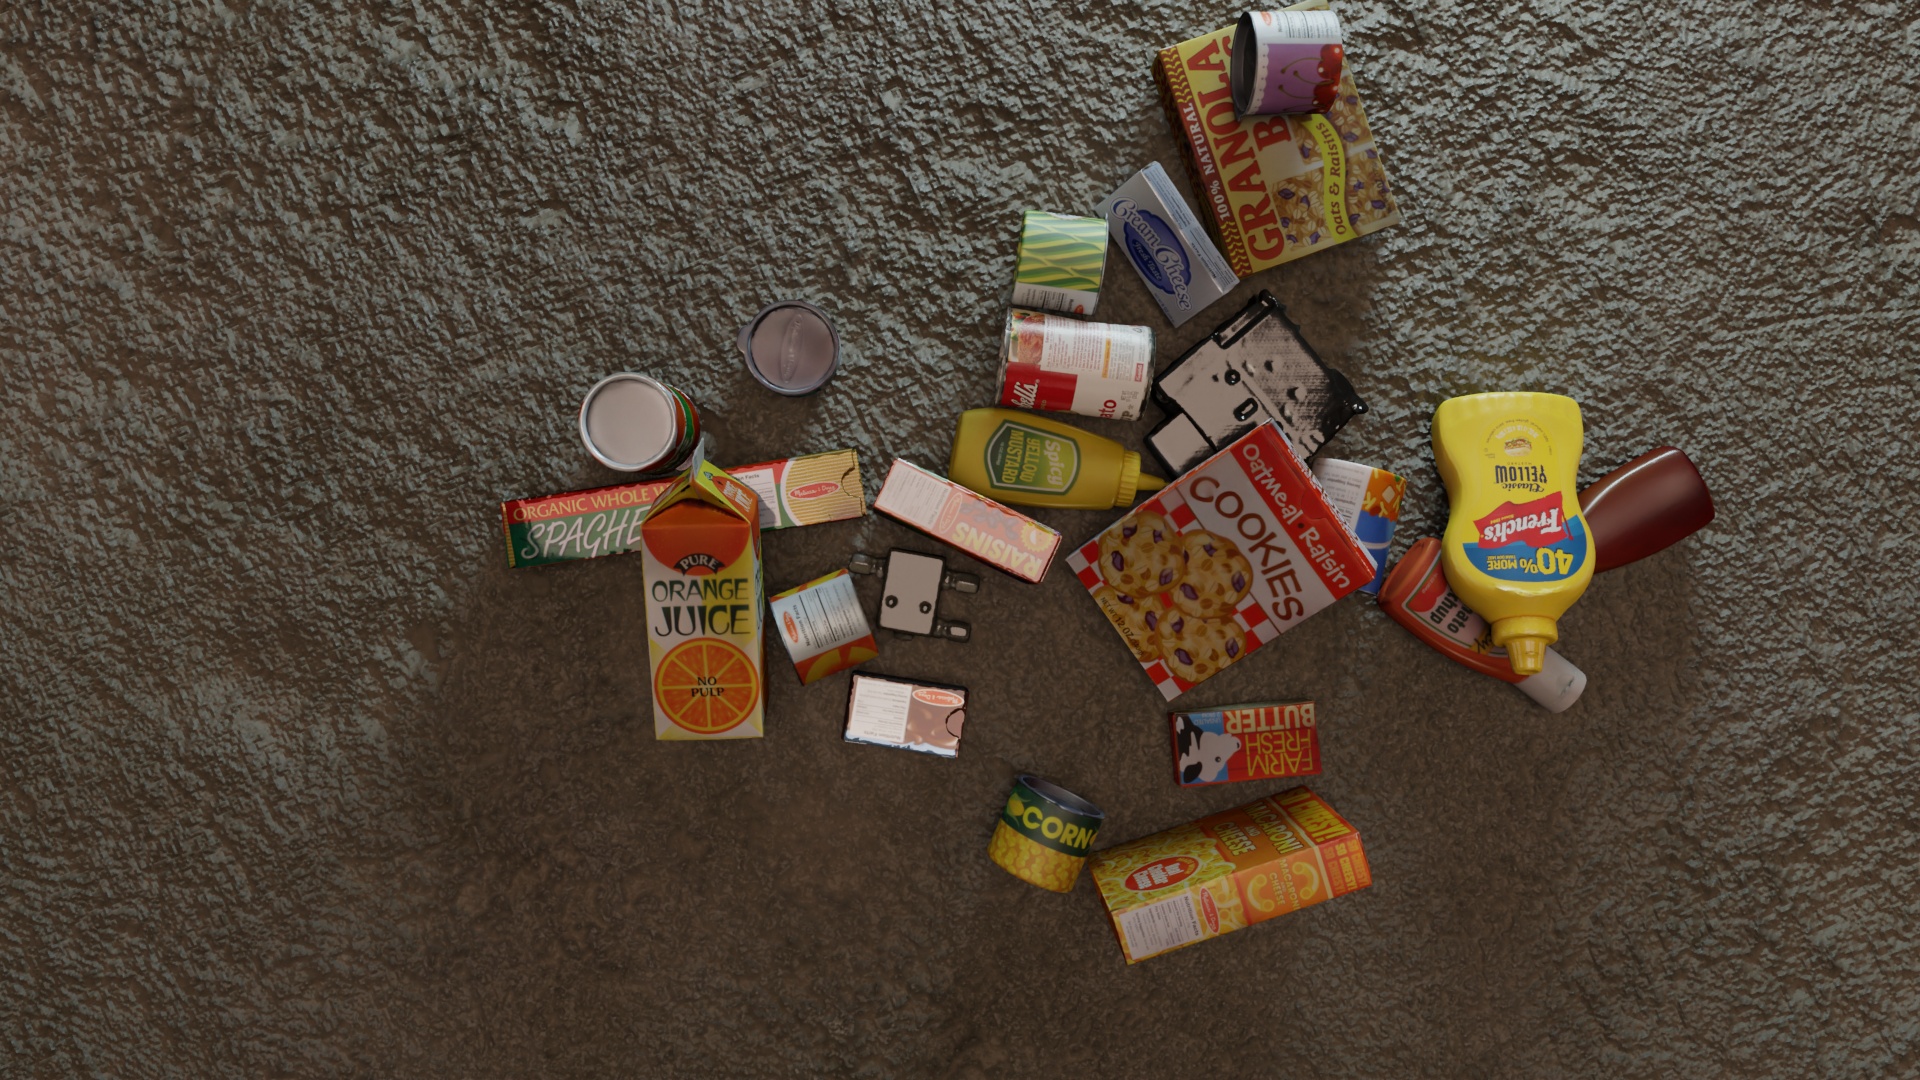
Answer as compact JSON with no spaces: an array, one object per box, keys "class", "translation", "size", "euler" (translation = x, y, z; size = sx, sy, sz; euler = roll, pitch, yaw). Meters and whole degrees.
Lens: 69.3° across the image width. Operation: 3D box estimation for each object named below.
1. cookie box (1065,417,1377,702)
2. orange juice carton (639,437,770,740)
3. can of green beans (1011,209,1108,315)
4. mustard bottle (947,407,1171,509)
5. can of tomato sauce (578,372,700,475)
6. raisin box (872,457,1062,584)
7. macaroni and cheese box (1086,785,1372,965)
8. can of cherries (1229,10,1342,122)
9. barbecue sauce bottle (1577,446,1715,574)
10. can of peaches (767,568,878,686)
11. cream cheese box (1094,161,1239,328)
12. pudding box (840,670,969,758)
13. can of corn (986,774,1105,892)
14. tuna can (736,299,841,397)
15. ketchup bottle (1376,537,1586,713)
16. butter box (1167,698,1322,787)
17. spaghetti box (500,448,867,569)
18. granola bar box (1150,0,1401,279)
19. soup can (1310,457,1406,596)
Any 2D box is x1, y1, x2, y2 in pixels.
[{"class":"cookie box","translation":[0.174,0.015,0.932],"size":[0.167,0.040,0.123],"euler":[-35,90,25]},{"class":"orange juice carton","translation":[-0.170,0.031,0.929],"size":[0.073,0.072,0.192],"euler":[-2,106,-3]},{"class":"can of green beans","translation":[0.068,-0.192,0.956],"size":[0.058,0.071,0.071],"euler":[8,91,-1]},{"class":"mustard bottle","translation":[0.073,-0.052,0.967],"size":[0.160,0.049,0.065],"euler":[9,92,-1]},{"class":"can of tomato sauce","translation":[-0.216,-0.076,0.942],"size":[0.071,0.083,0.071],"euler":[0,91,-1]},{"class":"raisin box","translation":[0.003,-0.012,0.948],"size":[0.123,0.086,0.040],"euler":[26,86,-2]},{"class":"macaroni and cheese box","translation":[0.176,0.223,0.937],"size":[0.166,0.124,0.040],"euler":[-17,95,-1]},{"class":"can of cherries","translation":[0.215,-0.313,0.919],"size":[0.058,0.071,0.071],"euler":[-2,91,-3]},{"class":"barbecue sauce bottle","translation":[0.450,-0.006,0.980],"size":[0.148,0.044,0.065],"euler":[-29,94,0]},{"class":"can of peaches","translation":[-0.094,0.060,0.957],"size":[0.058,0.071,0.071],"euler":[-22,92,-6]},{"class":"cream cheese box","translation":[0.143,-0.205,0.963],"size":[0.024,0.053,0.104],"euler":[-36,92,-40]},{"class":"pudding box","translation":[-0.039,0.122,0.977],"size":[0.084,0.030,0.049],"euler":[9,90,-2]},{"class":"can of corn","translation":[0.059,0.203,0.960],"size":[0.071,0.071,0.058],"euler":[24,92,-2]},{"class":"tuna can","translation":[-0.119,-0.133,0.969],"size":[0.071,0.033,0.071],"euler":[0,91,-1]},{"class":"ketchup bottle","translation":[0.370,0.064,0.980],"size":[0.149,0.043,0.065],"euler":[36,87,-2]},{"class":"butter box","translation":[0.202,0.143,0.986],"size":[0.103,0.024,0.053],"euler":[-5,91,-1]},{"class":"spaghetti box","translation":[-0.192,-0.022,0.971],"size":[0.250,0.028,0.050],"euler":[-9,91,-1]},{"class":"granola bar box","translation":[0.219,-0.278,0.972],"size":[0.124,0.039,0.165],"euler":[-19,92,-2]},{"class":"soup can","translation":[0.269,-0.009,0.966],"size":[0.071,0.071,0.083],"euler":[15,90,-2]}]
